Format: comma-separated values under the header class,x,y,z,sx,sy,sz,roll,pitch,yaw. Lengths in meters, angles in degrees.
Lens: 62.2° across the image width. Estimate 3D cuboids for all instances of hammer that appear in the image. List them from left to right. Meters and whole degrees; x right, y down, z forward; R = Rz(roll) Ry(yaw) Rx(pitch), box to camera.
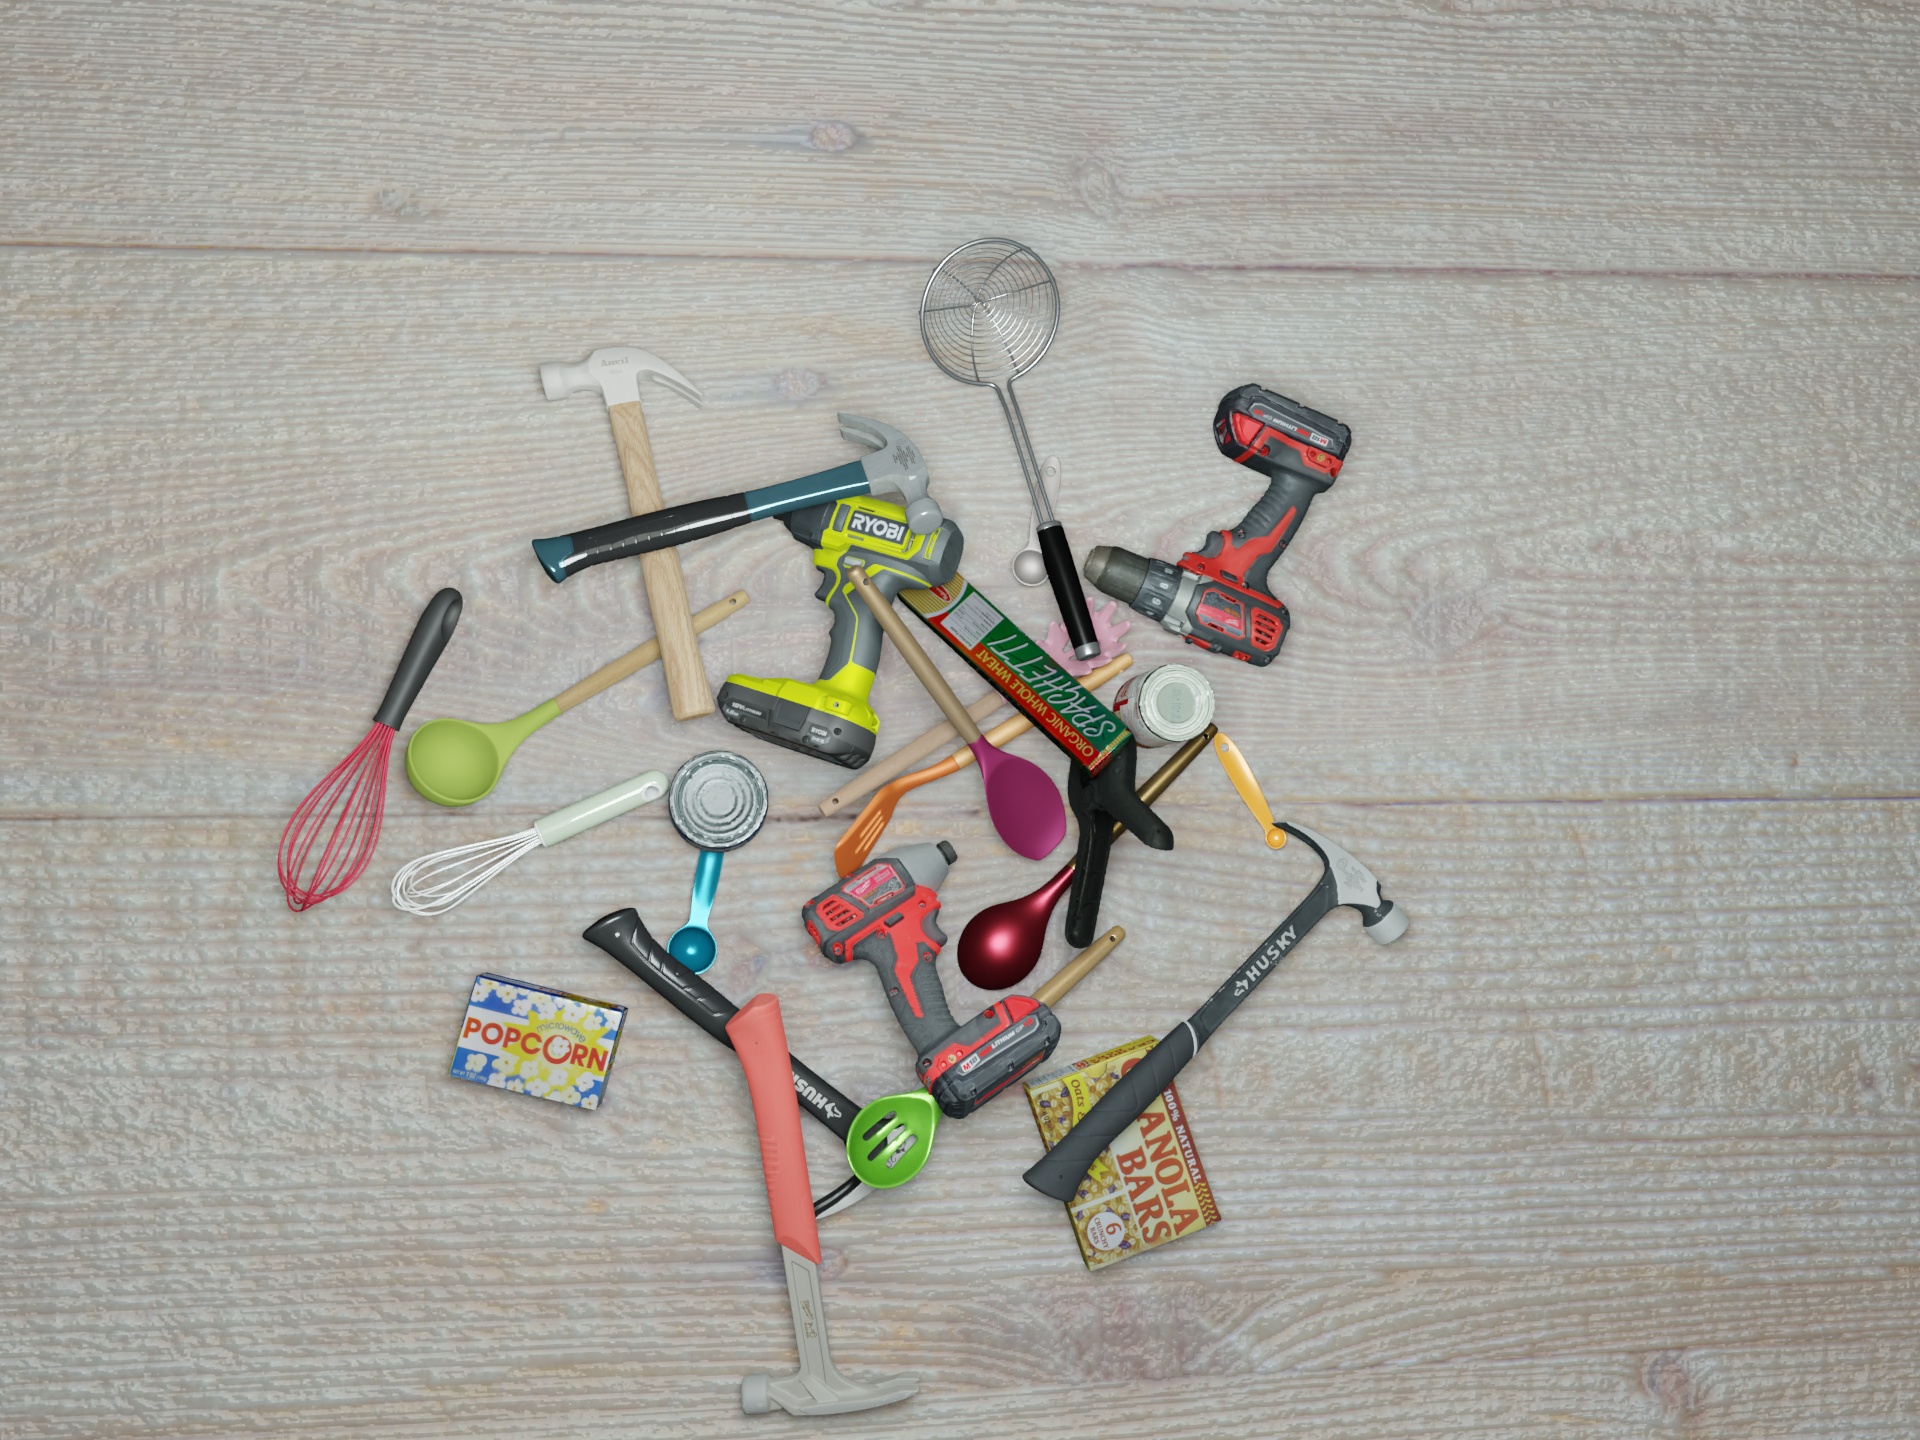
class,x,y,z,sx,sy,sz,roll,pitch,yaw
hammer,-0.260,-0.162,1.355,0.130,0.031,0.331,-13,81,-10
hammer,-0.189,-0.172,1.318,0.331,0.033,0.128,-15,60,-5
hammer,-0.179,0.275,1.336,0.334,0.035,0.146,41,83,-9
hammer,-0.129,0.400,1.310,0.149,0.037,0.359,-7,98,1
hammer,0.207,0.255,1.364,0.409,0.036,0.149,-42,95,-15

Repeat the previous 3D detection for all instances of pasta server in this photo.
class,x,y,z,sx,sy,sz,roll,pitch,yaw
pasta server,0.012,-0.008,1.368,0.316,0.040,0.060,-33,80,-17

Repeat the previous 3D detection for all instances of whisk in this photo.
class,x,y,z,sx,sy,sz,roll,pitch,yaw
whisk,-0.487,0.022,1.324,0.073,0.073,0.296,24,79,-4
whisk,-0.361,0.099,1.340,0.246,0.059,0.057,-24,126,-11

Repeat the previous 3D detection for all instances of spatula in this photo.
class,x,y,z,sx,sy,sz,roll,pitch,yaw
spatula,0.020,0.032,1.384,0.322,0.081,0.041,-31,66,-12

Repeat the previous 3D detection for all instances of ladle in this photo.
class,x,y,z,sx,sy,sz,roll,pitch,yaw
ladle,-0.319,-0.028,1.346,0.320,0.062,0.078,-32,86,-10
ladle,0.117,0.115,1.401,0.069,0.031,0.315,45,81,3

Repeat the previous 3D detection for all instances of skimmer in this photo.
class,x,y,z,sx,sy,sz,roll,pitch,yaw
skimmer,0.062,-0.231,1.367,0.127,0.090,0.363,-15,80,-9

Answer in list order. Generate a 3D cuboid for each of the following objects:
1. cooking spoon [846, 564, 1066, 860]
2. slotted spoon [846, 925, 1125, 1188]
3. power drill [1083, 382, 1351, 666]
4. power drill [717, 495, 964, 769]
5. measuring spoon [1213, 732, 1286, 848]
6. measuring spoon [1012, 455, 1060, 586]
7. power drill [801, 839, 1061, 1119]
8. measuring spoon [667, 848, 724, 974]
class,x,y,z,sx,sy,sz,roll,pitch,yaw
cooking spoon,-0.002,-0.004,1.330,0.069,0.017,0.318,-44,117,-17
slotted spoon,0.027,0.279,1.355,0.314,0.031,0.070,-39,86,-18
power drill,0.228,-0.179,1.408,0.188,0.080,0.227,23,87,-4
power drill,-0.112,-0.085,1.352,0.171,0.080,0.223,17,81,18
measuring spoon,0.258,0.063,1.428,0.021,0.011,0.117,-28,86,-12
measuring spoon,0.071,-0.177,1.421,0.034,0.018,0.124,13,78,-5
power drill,-0.019,0.206,1.329,0.143,0.078,0.220,-32,70,-17
measuring spoon,-0.222,0.155,1.367,0.042,0.021,0.129,12,76,-7
